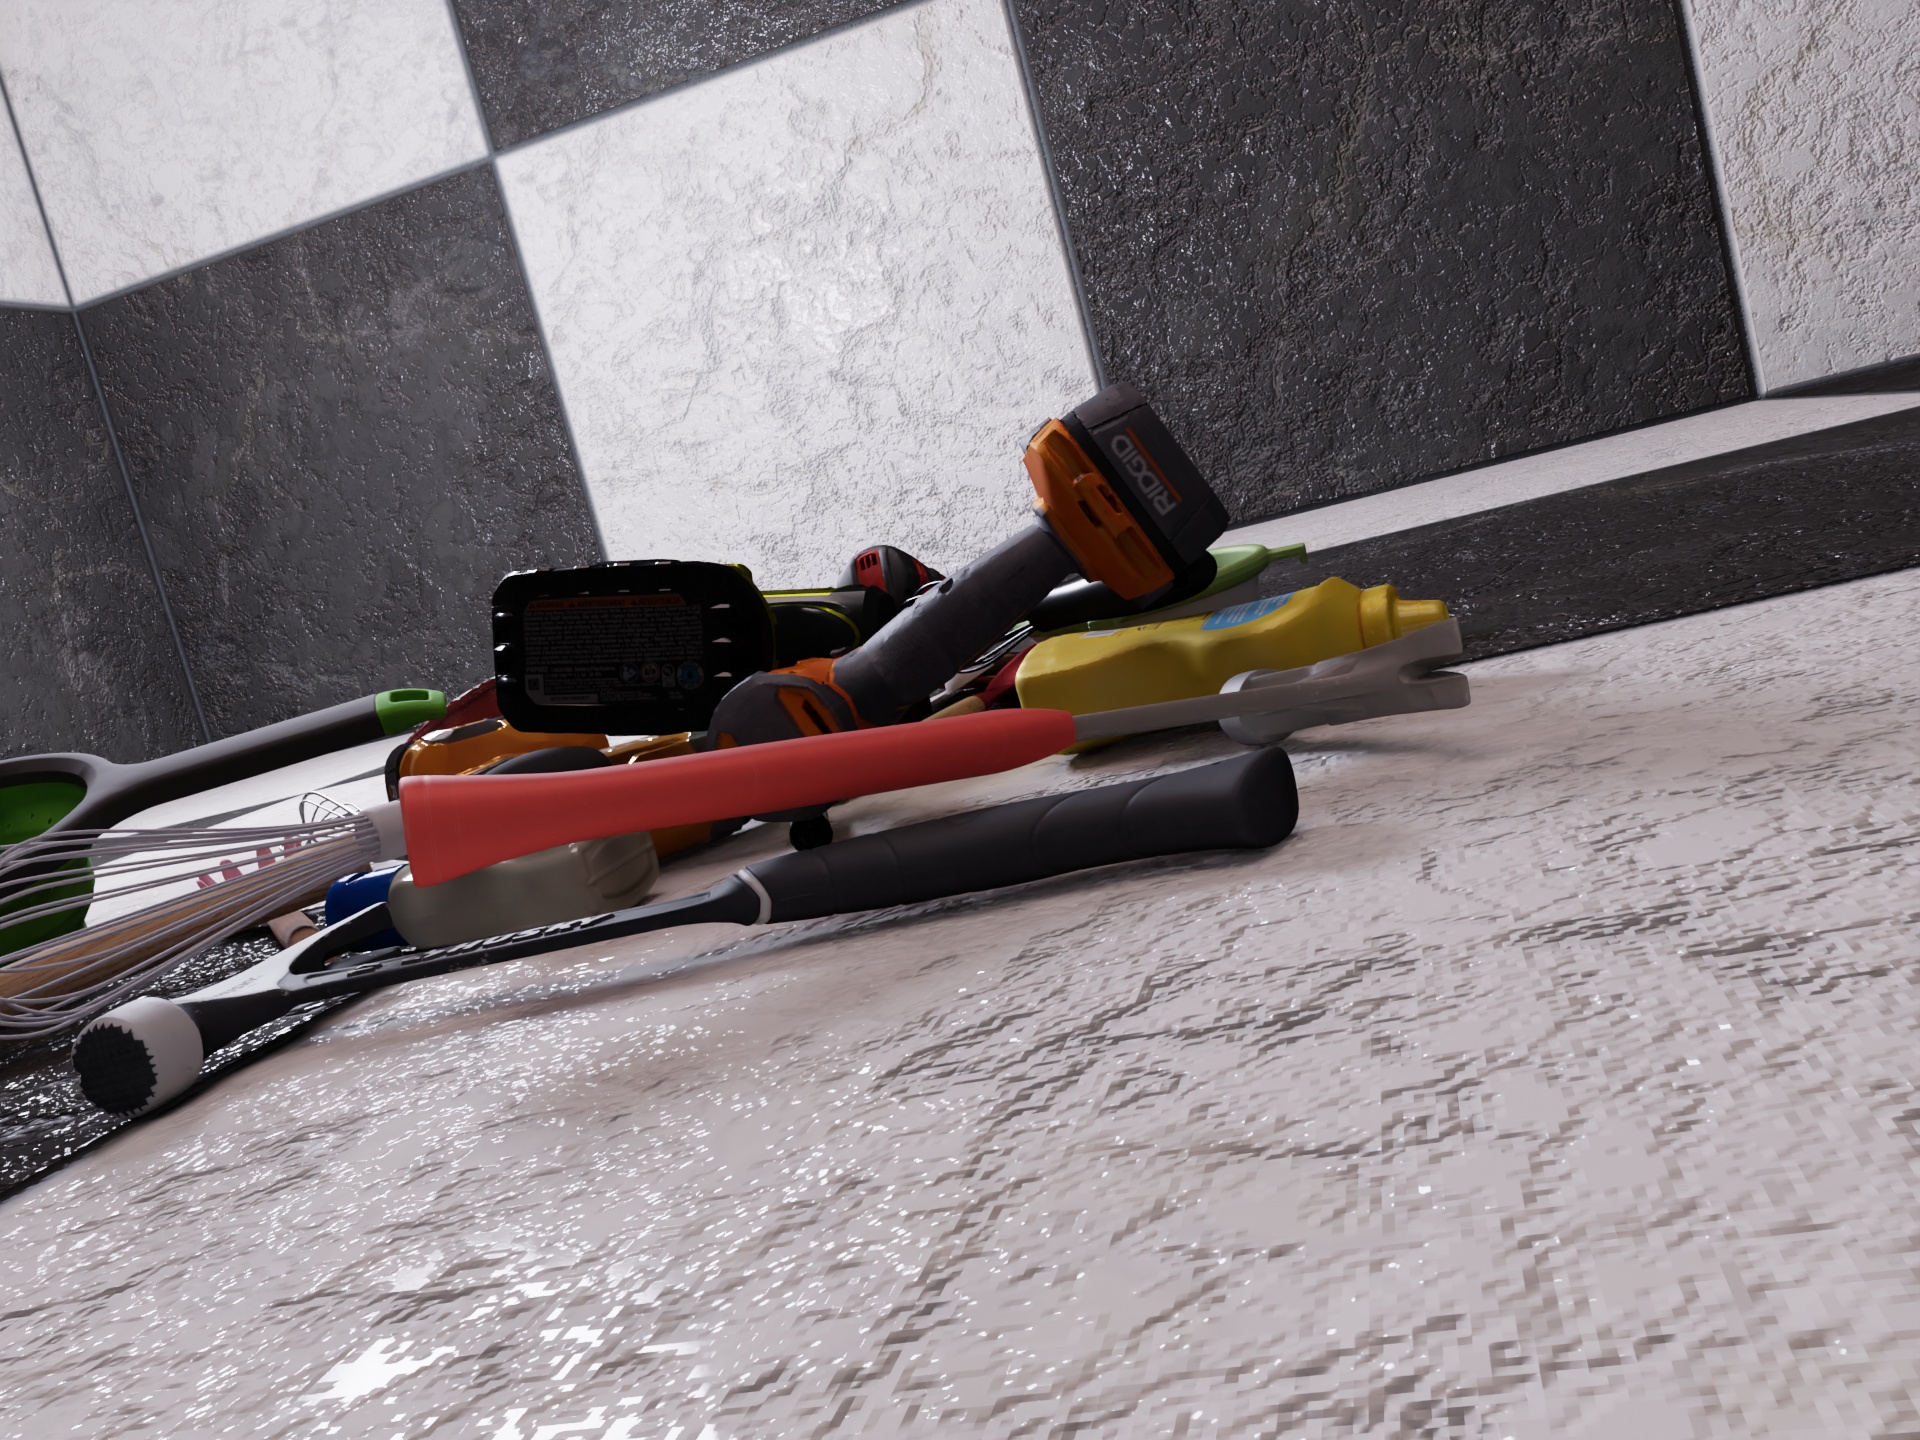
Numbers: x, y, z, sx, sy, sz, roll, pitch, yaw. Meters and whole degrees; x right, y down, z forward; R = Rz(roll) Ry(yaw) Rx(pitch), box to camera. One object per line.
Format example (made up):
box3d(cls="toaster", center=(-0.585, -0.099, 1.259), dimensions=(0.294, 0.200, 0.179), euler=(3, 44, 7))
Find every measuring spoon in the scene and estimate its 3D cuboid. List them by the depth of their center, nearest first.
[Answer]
box3d(cls="measuring spoon", center=(-0.022, -0.018, 1.035), dimensions=(0.034, 0.018, 0.124), euler=(-35, 3, -40))

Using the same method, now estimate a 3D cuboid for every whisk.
box3d(cls="whisk", center=(-0.251, 0.052, 0.615), dimensions=(0.070, 0.070, 0.284), euler=(-8, 8, 43))
box3d(cls="whisk", center=(0.042, -0.060, 0.819), dimensions=(0.055, 0.055, 0.239), euler=(-20, 6, -38))
box3d(cls="whisk", center=(-0.368, 0.074, 1.011), dimensions=(0.246, 0.059, 0.058), euler=(-2, 14, 45))

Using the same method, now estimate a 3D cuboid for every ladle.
box3d(cls="ladle", center=(-0.002, -0.003, 0.952), dimensions=(0.069, 0.031, 0.315), euler=(-31, 1, 28))

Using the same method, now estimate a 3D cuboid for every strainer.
box3d(cls="strainer", center=(0.084, -0.048, 0.954), dimensions=(0.151, 0.069, 0.256), euler=(-21, 9, -27))

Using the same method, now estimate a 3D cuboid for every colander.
box3d(cls="colander", center=(-0.472, 0.079, 0.880), dimensions=(0.397, 0.094, 0.205), euler=(-18, 24, -13))

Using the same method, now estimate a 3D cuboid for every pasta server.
box3d(cls="pasta server", center=(-0.356, 0.098, 0.832), dimensions=(0.060, 0.040, 0.316), euler=(-25, 12, -26))

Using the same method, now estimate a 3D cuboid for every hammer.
box3d(cls="hammer", center=(-0.088, 0.065, 0.552), dimensions=(0.409, 0.036, 0.149), euler=(-13, 6, 13))
box3d(cls="hammer", center=(-0.008, 0.011, 0.560), dimensions=(0.359, 0.037, 0.149), euler=(-8, -3, -18))
box3d(cls="hammer", center=(-0.428, 0.124, 0.704), dimensions=(0.331, 0.031, 0.130), euler=(-22, 11, -21))

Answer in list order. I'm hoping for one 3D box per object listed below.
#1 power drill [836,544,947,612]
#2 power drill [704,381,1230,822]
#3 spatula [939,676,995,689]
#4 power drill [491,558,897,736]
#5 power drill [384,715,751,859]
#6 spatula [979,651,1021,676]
box3d(cls="power drill", center=(-0.099, -0.054, 1.201), dimensions=(0.226, 0.080, 0.187), euler=(-19, -17, 17))
box3d(cls="power drill", center=(0.002, -0.044, 0.694), dimensions=(0.226, 0.084, 0.164), euler=(-37, 0, 8))
box3d(cls="spatula", center=(-0.109, 0.009, 1.114), dimensions=(0.322, 0.041, 0.081), euler=(-23, 10, -30))
box3d(cls="power drill", center=(-0.141, -0.040, 0.828), dimensions=(0.171, 0.080, 0.223), euler=(-1, 4, 13))
box3d(cls="power drill", center=(-0.186, 0.032, 0.854), dimensions=(0.185, 0.084, 0.226), euler=(-18, 12, -40))
box3d(cls="spatula", center=(0.012, -0.050, 1.120), dimensions=(0.317, 0.044, 0.082), euler=(-5, 10, -4))
